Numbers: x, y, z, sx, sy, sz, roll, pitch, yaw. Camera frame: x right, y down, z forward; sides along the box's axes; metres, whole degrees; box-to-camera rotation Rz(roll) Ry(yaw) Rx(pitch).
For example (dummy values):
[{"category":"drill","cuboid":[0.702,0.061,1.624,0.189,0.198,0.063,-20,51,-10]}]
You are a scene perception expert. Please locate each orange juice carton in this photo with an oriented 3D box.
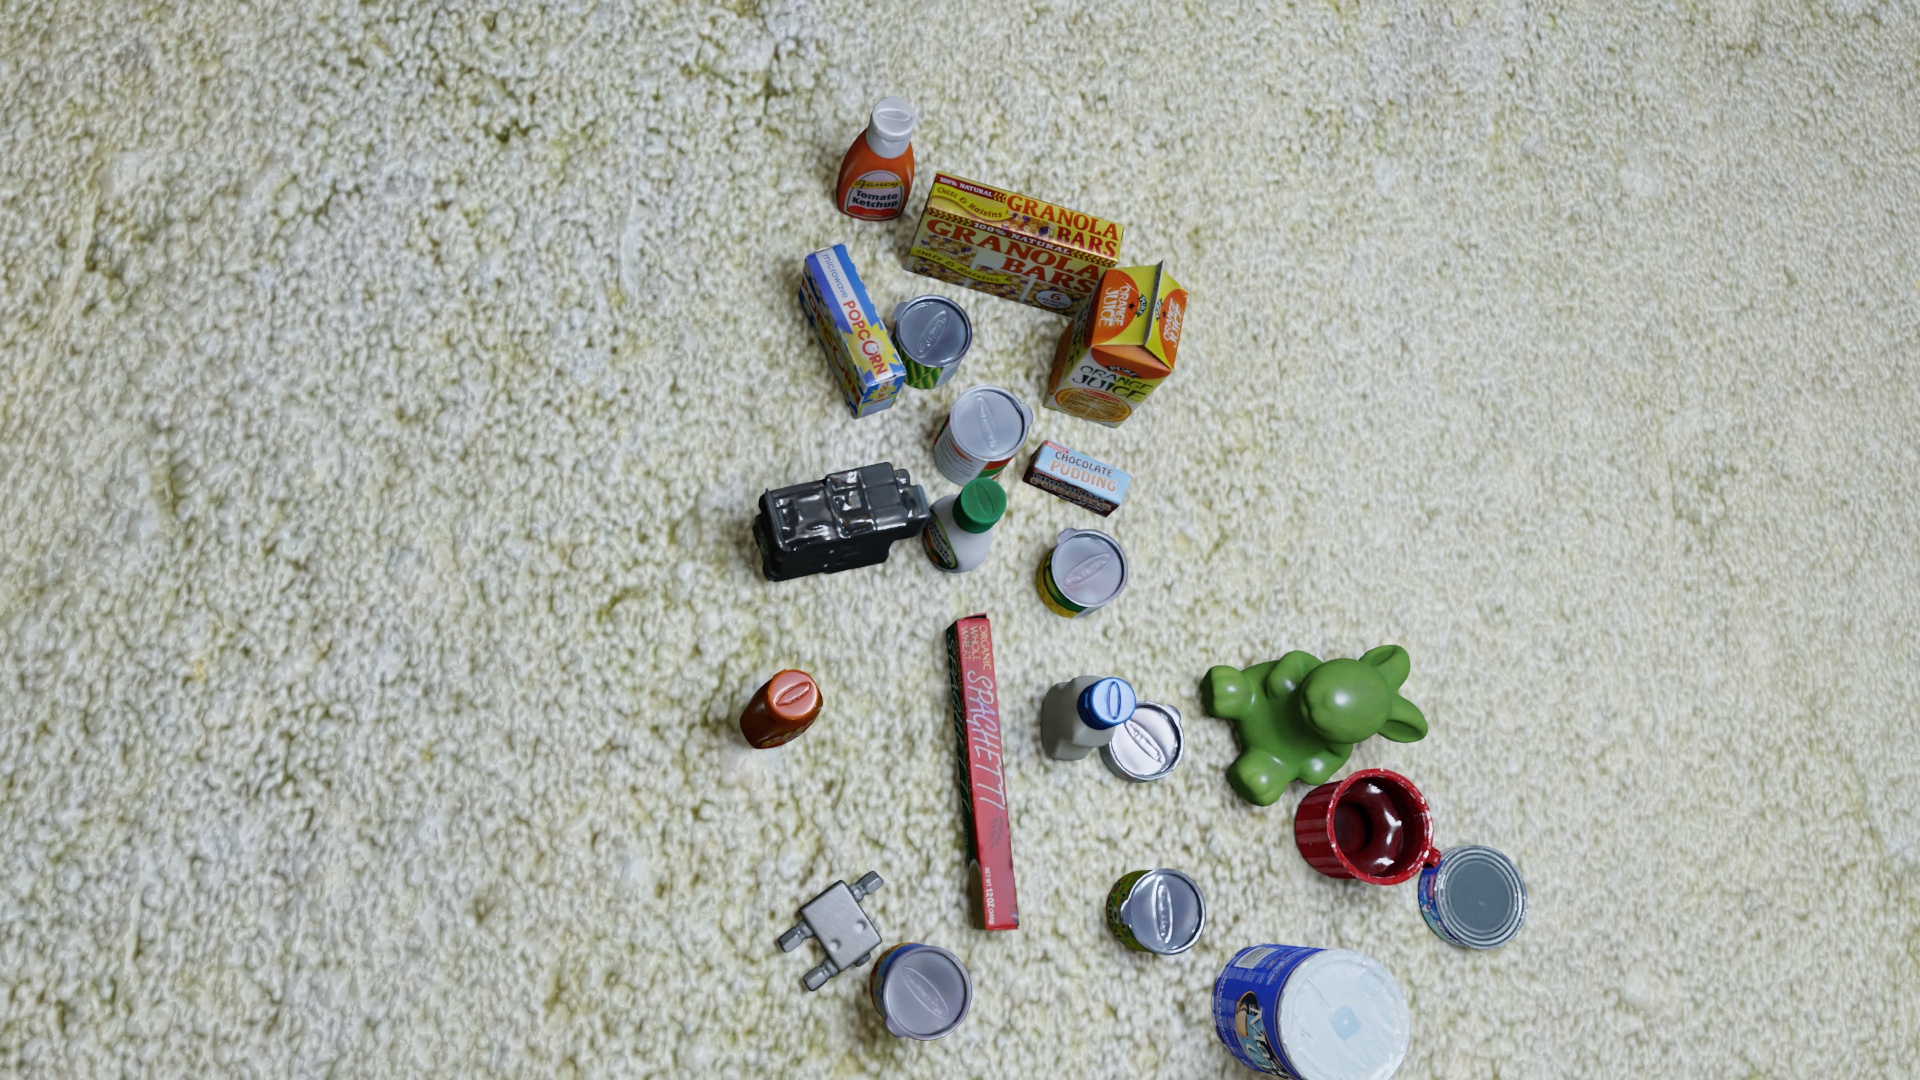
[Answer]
[{"category":"orange juice carton","cuboid":[0.133,-0.164,1.160,0.073,0.192,0.072,16,73,-7]}]

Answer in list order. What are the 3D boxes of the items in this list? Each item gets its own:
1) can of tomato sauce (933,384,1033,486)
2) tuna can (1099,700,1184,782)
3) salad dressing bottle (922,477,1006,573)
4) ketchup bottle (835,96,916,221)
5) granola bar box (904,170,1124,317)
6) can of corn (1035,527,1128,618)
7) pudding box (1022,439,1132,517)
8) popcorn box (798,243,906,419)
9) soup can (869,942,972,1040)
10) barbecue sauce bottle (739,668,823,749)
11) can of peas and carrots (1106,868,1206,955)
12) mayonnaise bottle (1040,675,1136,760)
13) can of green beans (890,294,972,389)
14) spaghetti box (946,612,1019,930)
[{"category":"can of tomato sauce","cuboid":[0.018,-0.088,1.174,0.071,0.083,0.071,3,75,-11]},{"category":"tuna can","cuboid":[0.152,0.167,1.161,0.071,0.032,0.071,3,75,-11]},{"category":"salad dressing bottle","cuboid":[0.004,-0.014,1.117,0.044,0.147,0.064,-23,81,-16]},{"category":"ketchup bottle","cuboid":[-0.068,-0.324,1.184,0.065,0.148,0.043,2,76,-11]},{"category":"granola bar box","cuboid":[0.044,-0.254,1.202,0.166,0.124,0.039,15,74,-8]},{"category":"can of corn","cuboid":[0.100,0.027,1.173,0.071,0.058,0.071,3,75,-11]},{"category":"pudding box","cuboid":[0.101,-0.054,1.199,0.084,0.049,0.030,23,73,-5]},{"category":"popcorn box","cuboid":[-0.093,-0.175,1.173,0.038,0.085,0.127,-23,81,-16]},{"category":"soup can","cuboid":[-0.034,0.341,1.049,0.071,0.083,0.071,3,75,-11]},{"category":"barbecue sauce bottle","cuboid":[-0.133,0.126,1.052,0.065,0.148,0.043,-28,83,-17]},{"category":"can of peas and carrots","cuboid":[0.153,0.297,1.113,0.071,0.058,0.071,3,75,-11]},{"category":"mayonnaise bottle","cuboid":[0.100,0.137,1.097,0.041,0.147,0.065,5,75,-10]},{"category":"can of green beans","cuboid":[-0.028,-0.171,1.200,0.071,0.057,0.071,3,75,-11]},{"category":"spaghetti box","cuboid":[0.017,0.185,1.119,0.029,0.050,0.250,-3,76,-12]}]
